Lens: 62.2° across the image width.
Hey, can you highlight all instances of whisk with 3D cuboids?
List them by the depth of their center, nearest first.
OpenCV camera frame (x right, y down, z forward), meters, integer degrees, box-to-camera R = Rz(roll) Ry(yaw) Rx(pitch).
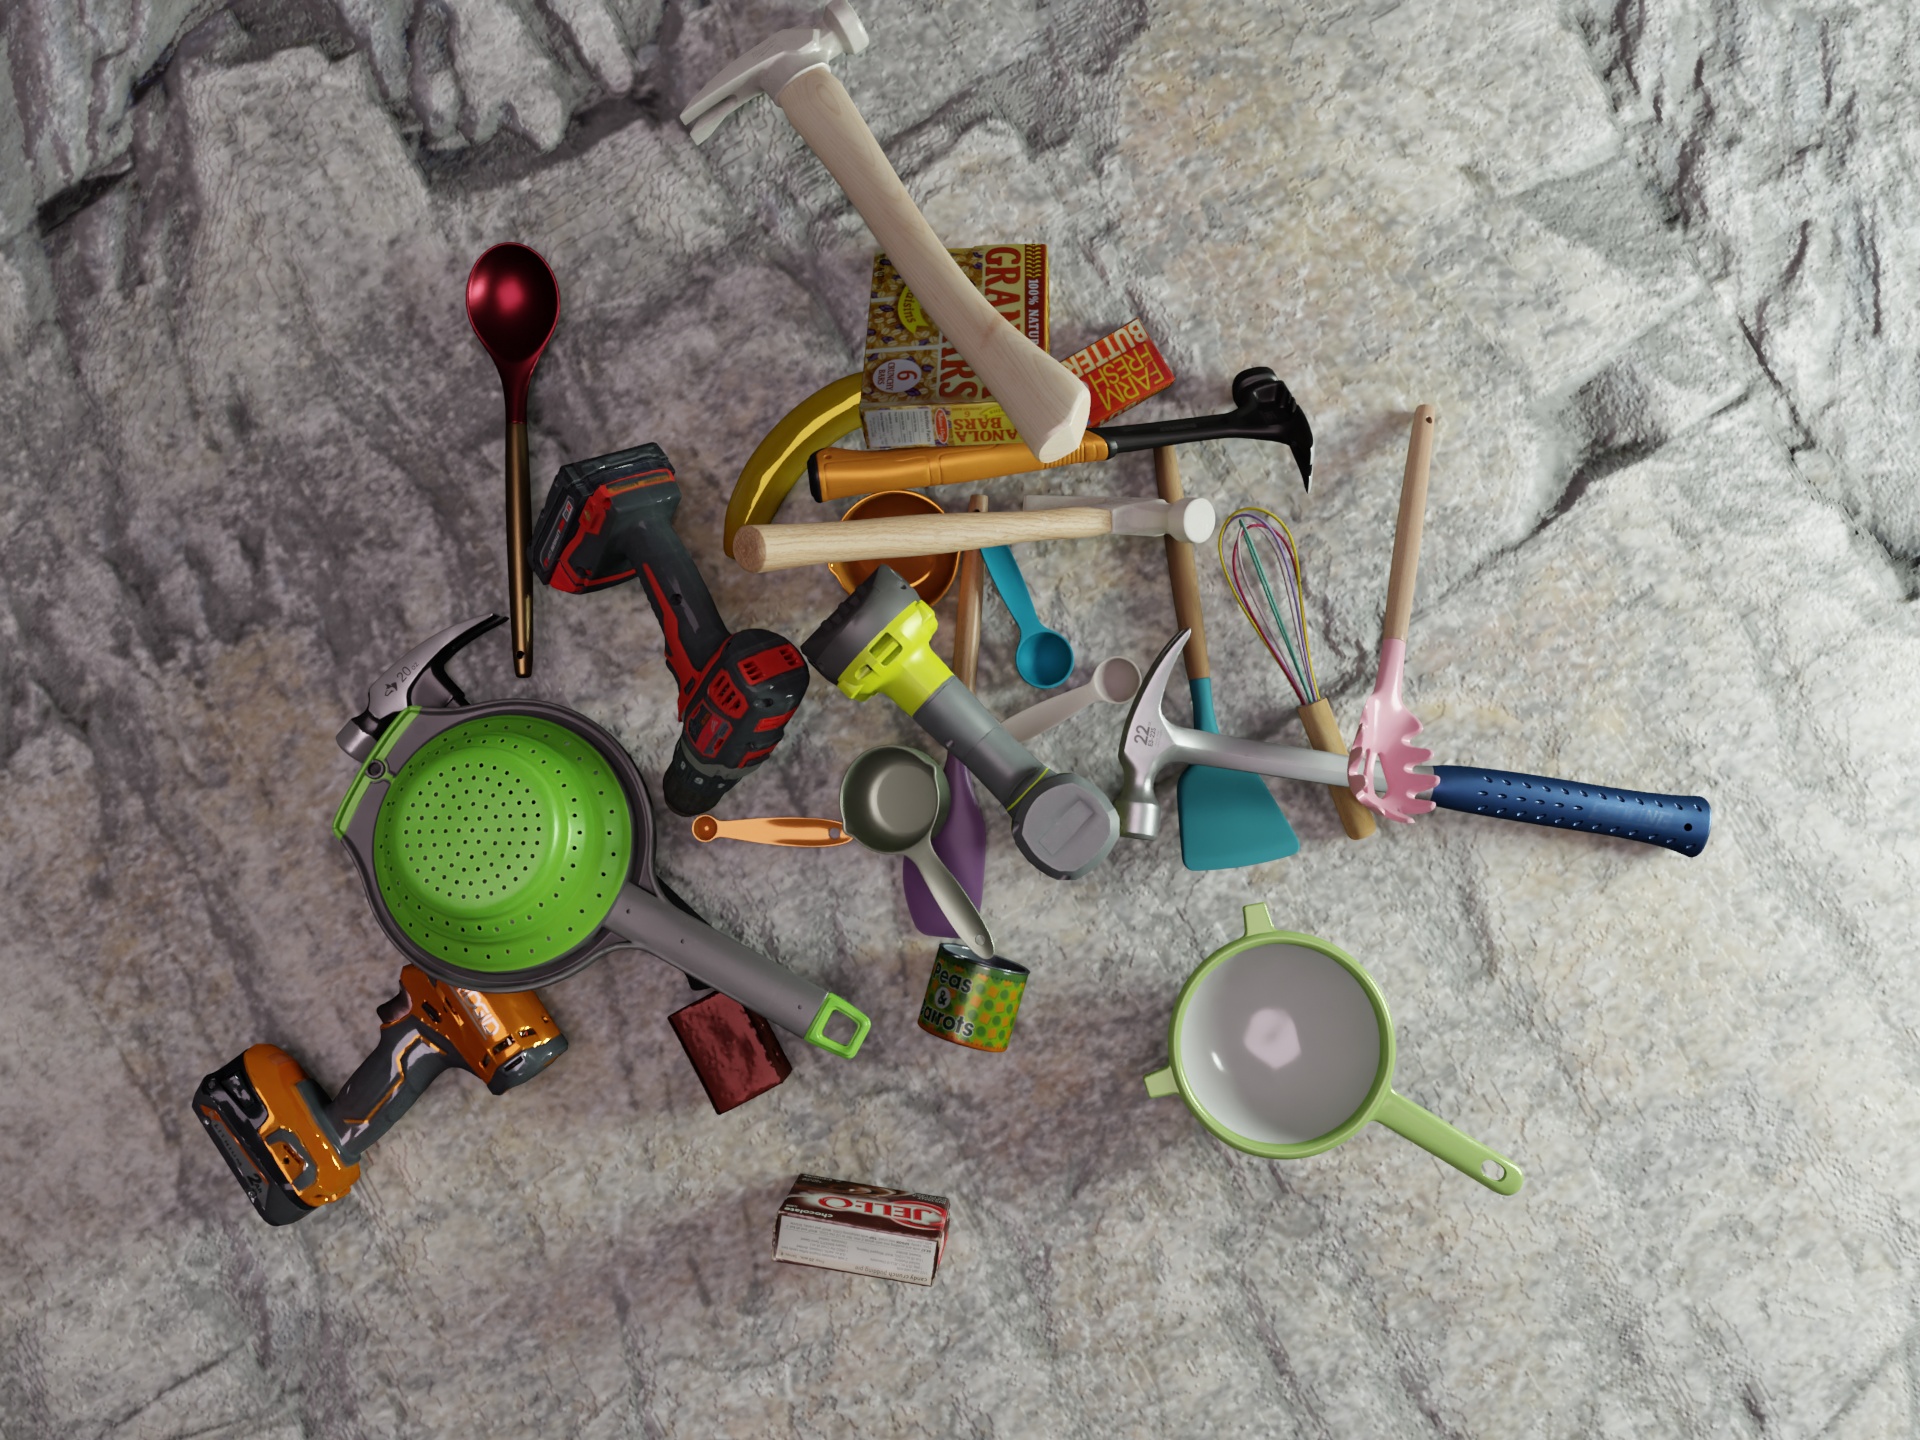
[{"bbox_3d":[0.240,-0.034,1.107,0.047,0.051,0.245,-21,90,-3],"label":"whisk"}]

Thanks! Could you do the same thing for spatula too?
[{"bbox_3d":[0.167,-0.056,1.111,0.082,0.044,0.317,-9,86,-5],"label":"spatula"},{"bbox_3d":[-0.002,-0.004,1.131,0.060,0.018,0.316,5,89,11],"label":"spatula"}]

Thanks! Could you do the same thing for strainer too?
[{"bbox_3d":[0.260,0.244,1.083,0.256,0.069,0.151,30,88,3],"label":"strainer"}]

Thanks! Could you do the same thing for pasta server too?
[{"bbox_3d":[0.297,-0.078,1.060,0.060,0.040,0.316,20,68,-17],"label":"pasta server"}]

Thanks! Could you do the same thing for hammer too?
[{"bbox_3d":[0.003,-0.122,1.019,0.331,0.130,0.031,-10,104,-37],"label":"hammer"},{"bbox_3d":[-0.046,-0.321,1.063,0.146,0.038,0.411,-33,65,2],"label":"hammer"},{"bbox_3d":[0.066,-0.179,1.068,0.337,0.127,0.034,-8,129,-3],"label":"hammer"},{"bbox_3d":[0.308,0.036,1.075,0.405,0.035,0.144,9,88,-5],"label":"hammer"},{"bbox_3d":[-0.279,0.068,1.136,0.335,0.035,0.146,42,91,4],"label":"hammer"}]

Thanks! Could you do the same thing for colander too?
[{"bbox_3d":[-0.240,0.116,1.052,0.397,0.094,0.204,28,81,4],"label":"colander"}]

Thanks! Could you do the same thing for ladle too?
[{"bbox_3d":[-0.315,-0.186,1.135,0.069,0.031,0.315,-4,82,3],"label":"ladle"}]

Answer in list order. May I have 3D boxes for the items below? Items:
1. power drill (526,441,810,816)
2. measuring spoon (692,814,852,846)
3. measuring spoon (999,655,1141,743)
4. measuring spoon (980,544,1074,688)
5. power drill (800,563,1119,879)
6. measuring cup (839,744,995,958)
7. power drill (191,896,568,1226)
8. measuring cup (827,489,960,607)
[{"bbox_3d":[-0.203,-0.054,1.089,0.080,0.187,0.227,-25,74,-39],"label":"power drill"},{"bbox_3d":[-0.134,0.079,1.142,0.117,0.011,0.021,2,88,0],"label":"measuring spoon"},{"bbox_3d":[0.071,-0.009,1.132,0.124,0.018,0.034,-26,89,9],"label":"measuring spoon"},{"bbox_3d":[0.040,-0.082,1.128,0.042,0.021,0.128,-24,88,-9],"label":"measuring spoon"},{"bbox_3d":[0.008,0.010,1.040,0.228,0.190,0.080,45,90,2],"label":"power drill"},{"bbox_3d":[-0.019,0.092,1.105,0.083,0.038,0.168,-37,78,16],"label":"measuring cup"},{"bbox_3d":[-0.413,0.228,1.118,0.226,0.084,0.164,-34,86,-3],"label":"power drill"},{"bbox_3d":[-0.037,-0.079,1.124,0.095,0.052,0.173,-11,103,1],"label":"measuring cup"}]
